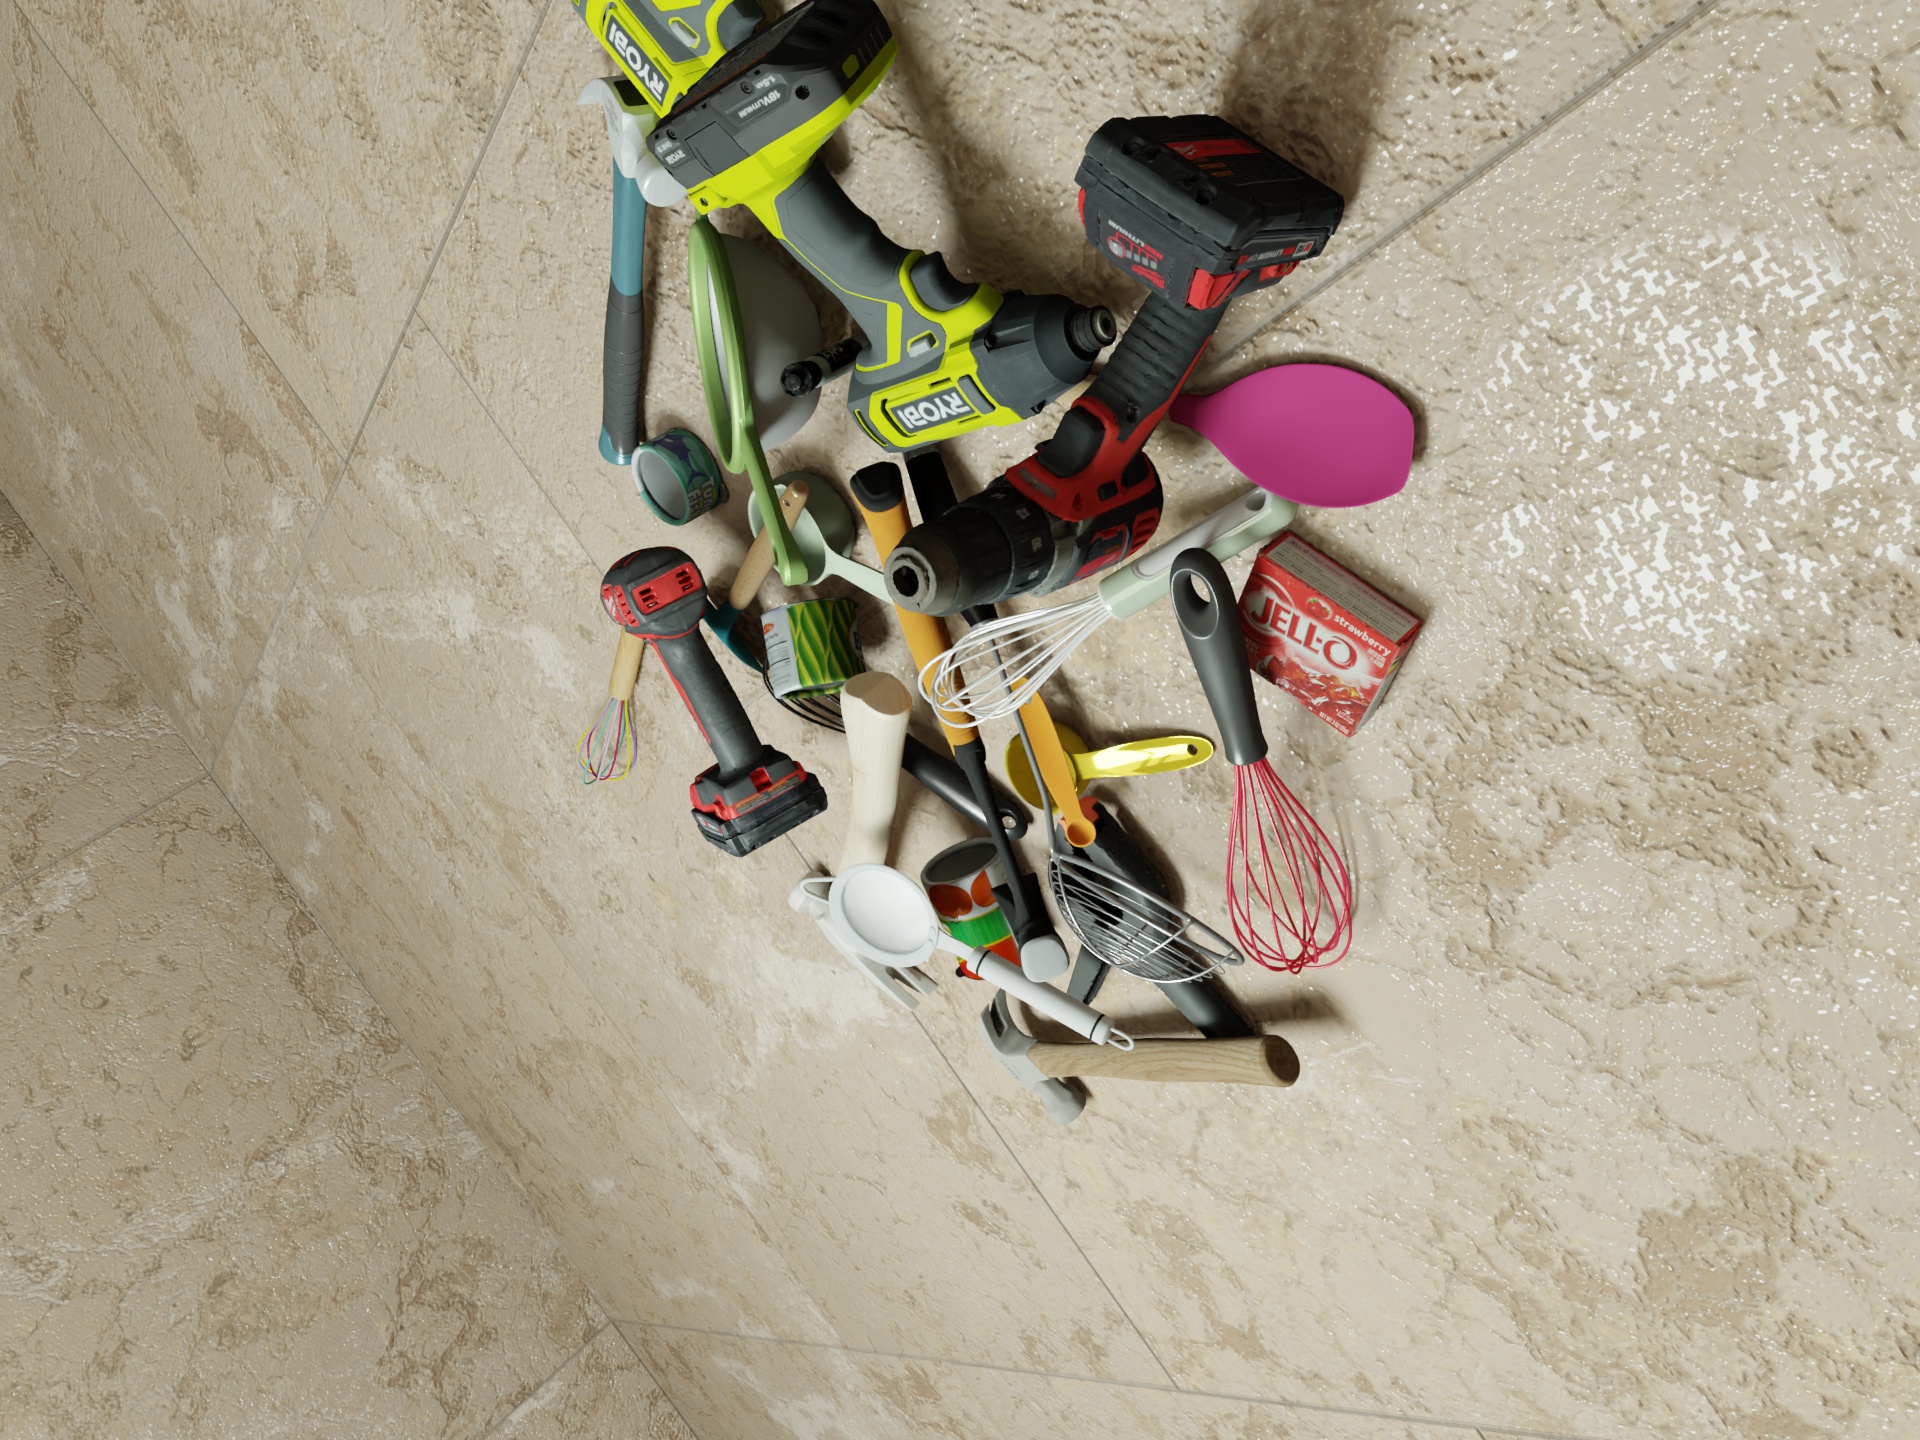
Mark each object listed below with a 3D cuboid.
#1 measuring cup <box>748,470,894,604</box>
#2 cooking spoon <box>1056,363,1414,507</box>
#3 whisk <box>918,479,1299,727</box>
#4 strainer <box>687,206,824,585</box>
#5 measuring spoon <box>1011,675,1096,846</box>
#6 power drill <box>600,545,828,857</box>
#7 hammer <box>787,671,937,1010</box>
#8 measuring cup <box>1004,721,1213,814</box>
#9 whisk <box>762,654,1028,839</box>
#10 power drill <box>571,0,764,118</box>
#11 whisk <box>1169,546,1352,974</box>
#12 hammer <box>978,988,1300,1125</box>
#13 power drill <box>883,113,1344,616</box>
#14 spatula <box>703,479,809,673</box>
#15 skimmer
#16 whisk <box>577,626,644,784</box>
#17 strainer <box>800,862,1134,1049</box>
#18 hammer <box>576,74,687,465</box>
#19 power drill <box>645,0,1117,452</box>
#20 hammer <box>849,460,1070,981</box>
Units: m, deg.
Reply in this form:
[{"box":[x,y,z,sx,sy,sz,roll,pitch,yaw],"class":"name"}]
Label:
[{"box":[-0.071,-0.113,1.061,0.168,0.038,0.083,30,140,27],"class":"measuring cup"},{"box":[0.093,-0.169,0.834,0.319,0.017,0.068,21,121,38],"class":"cooking spoon"},{"box":[0.075,-0.062,0.859,0.246,0.058,0.059,-30,136,30],"class":"whisk"},{"box":[-0.105,-0.186,0.940,0.151,0.069,0.257,101,154,-56],"class":"strainer"},{"box":[0.059,0.025,1.007,0.021,0.011,0.117,-21,95,17],"class":"measuring spoon"},{"box":[-0.186,-0.020,1.133,0.219,0.078,0.143,65,162,-13],"class":"power drill"},{"box":[-0.062,0.093,1.181,0.146,0.038,0.410,40,153,15],"class":"hammer"},{"box":[0.097,0.022,1.003,0.156,0.029,0.062,-9,105,39],"class":"measuring cup"},{"box":[-0.048,0.012,1.142,0.239,0.055,0.055,35,142,16],"class":"whisk"},{"box":[-0.109,-0.384,0.829,0.190,0.080,0.228,51,148,2],"class":"power drill"},{"box":[0.160,0.032,0.871,0.073,0.073,0.295,13,136,43],"class":"whisk"},{"box":[0.116,0.236,1.114,0.130,0.031,0.331,47,152,-13],"class":"hammer"},{"box":[0.060,-0.147,0.716,0.080,0.188,0.226,40,128,19],"class":"power drill"},{"box":[-0.142,-0.101,1.105,0.082,0.044,0.317,52,154,2],"class":"spatula"},{"box":[0.063,-0.009,0.956,0.127,0.090,0.363,115,135,-81],"class":"skimmer"},{"box":[-0.312,-0.015,1.427,0.047,0.051,0.244,48,143,16],"class":"whisk"},{"box":[0.007,0.161,1.097,0.258,0.050,0.086,27,127,20],"class":"strainer"},{"box":[-0.223,-0.283,1.063,0.330,0.033,0.128,113,138,-57],"class":"hammer"},{"box":[-0.035,-0.242,0.804,0.171,0.080,0.223,-7,134,46],"class":"power drill"},{"box":[-0.002,-0.003,1.003,0.127,0.034,0.336,-114,4,-70],"class":"hammer"}]
